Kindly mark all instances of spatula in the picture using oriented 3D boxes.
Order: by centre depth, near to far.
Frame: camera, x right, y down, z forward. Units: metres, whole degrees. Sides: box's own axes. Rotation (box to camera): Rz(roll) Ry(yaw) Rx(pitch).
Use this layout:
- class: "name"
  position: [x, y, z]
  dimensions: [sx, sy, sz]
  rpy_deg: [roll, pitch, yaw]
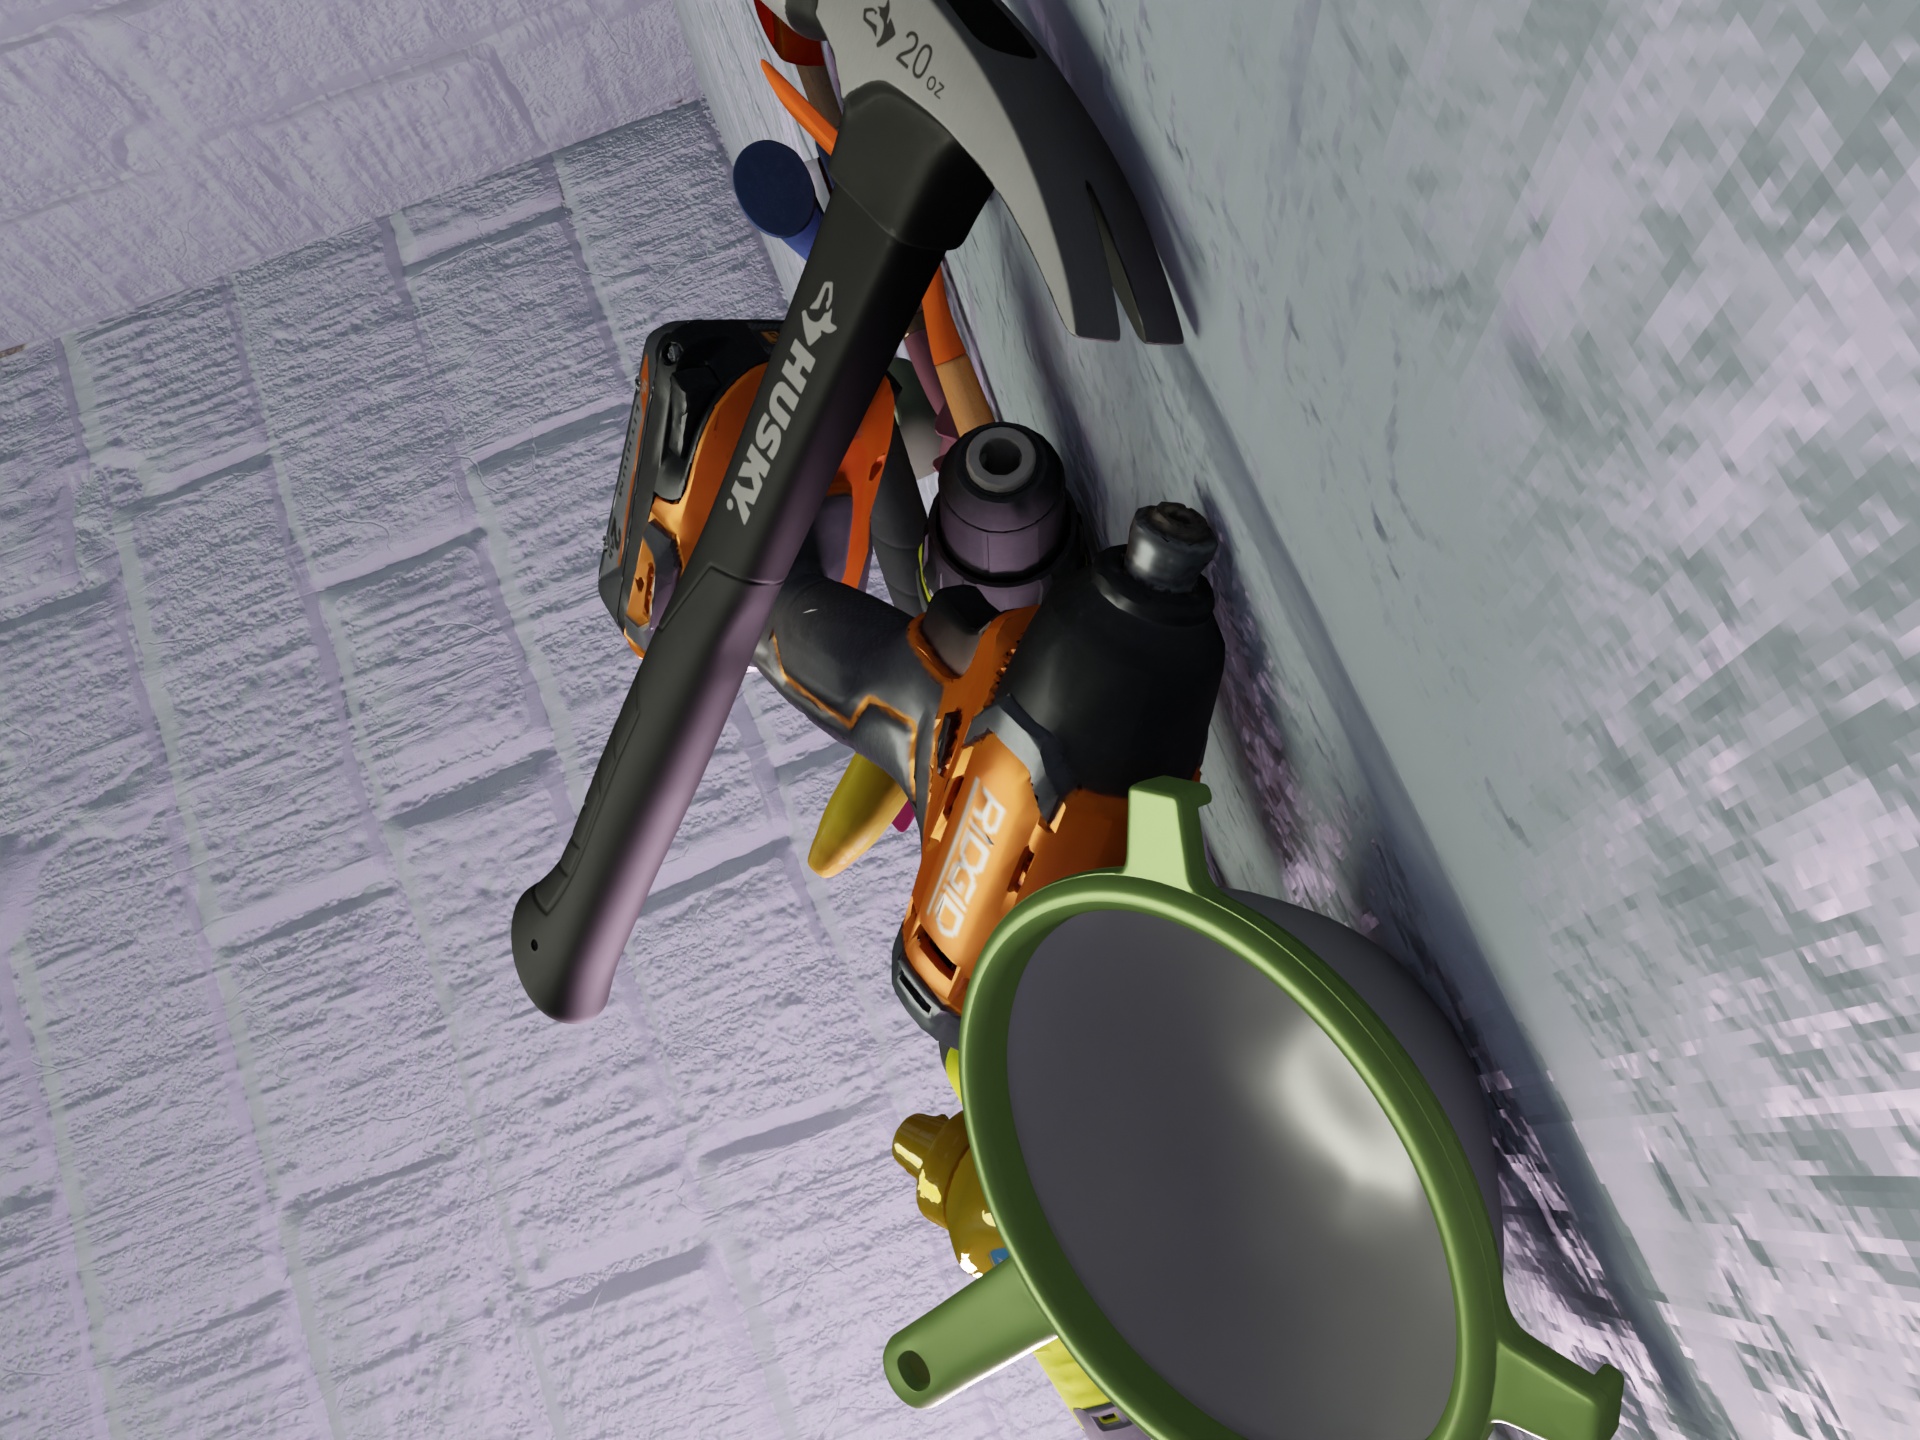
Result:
- class: "spatula"
  position: [-0.004, -0.129, 0.688]
  dimensions: [0.081, 0.041, 0.322]
  rpy_deg: [-102, -10, -76]

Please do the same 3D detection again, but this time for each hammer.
- class: "hammer"
  position: [-0.061, -0.030, 0.432]
  dimensions: [0.146, 0.035, 0.334]
  rpy_deg: [51, 129, 28]
- class: "hammer"
  position: [-0.001, -0.002, 0.735]
  dimensions: [0.149, 0.036, 0.408]
  rpy_deg: [12, 122, 63]
- class: "hammer"
  position: [-0.083, -0.272, 0.890]
  dimensions: [0.405, 0.035, 0.144]
  rpy_deg: [-89, -21, -80]

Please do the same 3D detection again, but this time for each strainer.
- class: "strainer"
  position: [0.051, 0.126, 0.409]
  dimensions: [0.152, 0.069, 0.256]
  rpy_deg: [56, 141, 17]

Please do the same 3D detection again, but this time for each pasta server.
- class: "pasta server"
  position: [-0.037, -0.210, 0.783]
  dimensions: [0.060, 0.040, 0.316]
  rpy_deg: [81, 169, -79]

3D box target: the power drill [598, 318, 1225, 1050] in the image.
- class: "power drill"
  position: [-0.016, -0.033, 0.467]
  dimensions: [0.227, 0.084, 0.164]
  rpy_deg: [47, 131, 34]

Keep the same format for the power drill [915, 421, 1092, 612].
- class: "power drill"
  position: [0.042, 0.020, 0.563]
  dimensions: [0.190, 0.080, 0.229]
  rpy_deg: [84, 167, -70]

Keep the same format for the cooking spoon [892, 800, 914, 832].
- class: "cooking spoon"
  position: [-0.001, 0.016, 0.836]
  dimensions: [0.319, 0.017, 0.069]
  rpy_deg: [156, 105, -71]

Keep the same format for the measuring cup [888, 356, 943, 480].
- class: "measuring cup"
  position: [-0.029, -0.180, 0.925]
  dimensions: [0.167, 0.038, 0.083]
  rpy_deg: [-141, 29, -82]

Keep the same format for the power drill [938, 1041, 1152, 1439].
- class: "power drill"
  position: [0.049, 0.260, 0.879]
  dimensions: [0.171, 0.080, 0.223]
  rpy_deg: [62, -173, -25]
